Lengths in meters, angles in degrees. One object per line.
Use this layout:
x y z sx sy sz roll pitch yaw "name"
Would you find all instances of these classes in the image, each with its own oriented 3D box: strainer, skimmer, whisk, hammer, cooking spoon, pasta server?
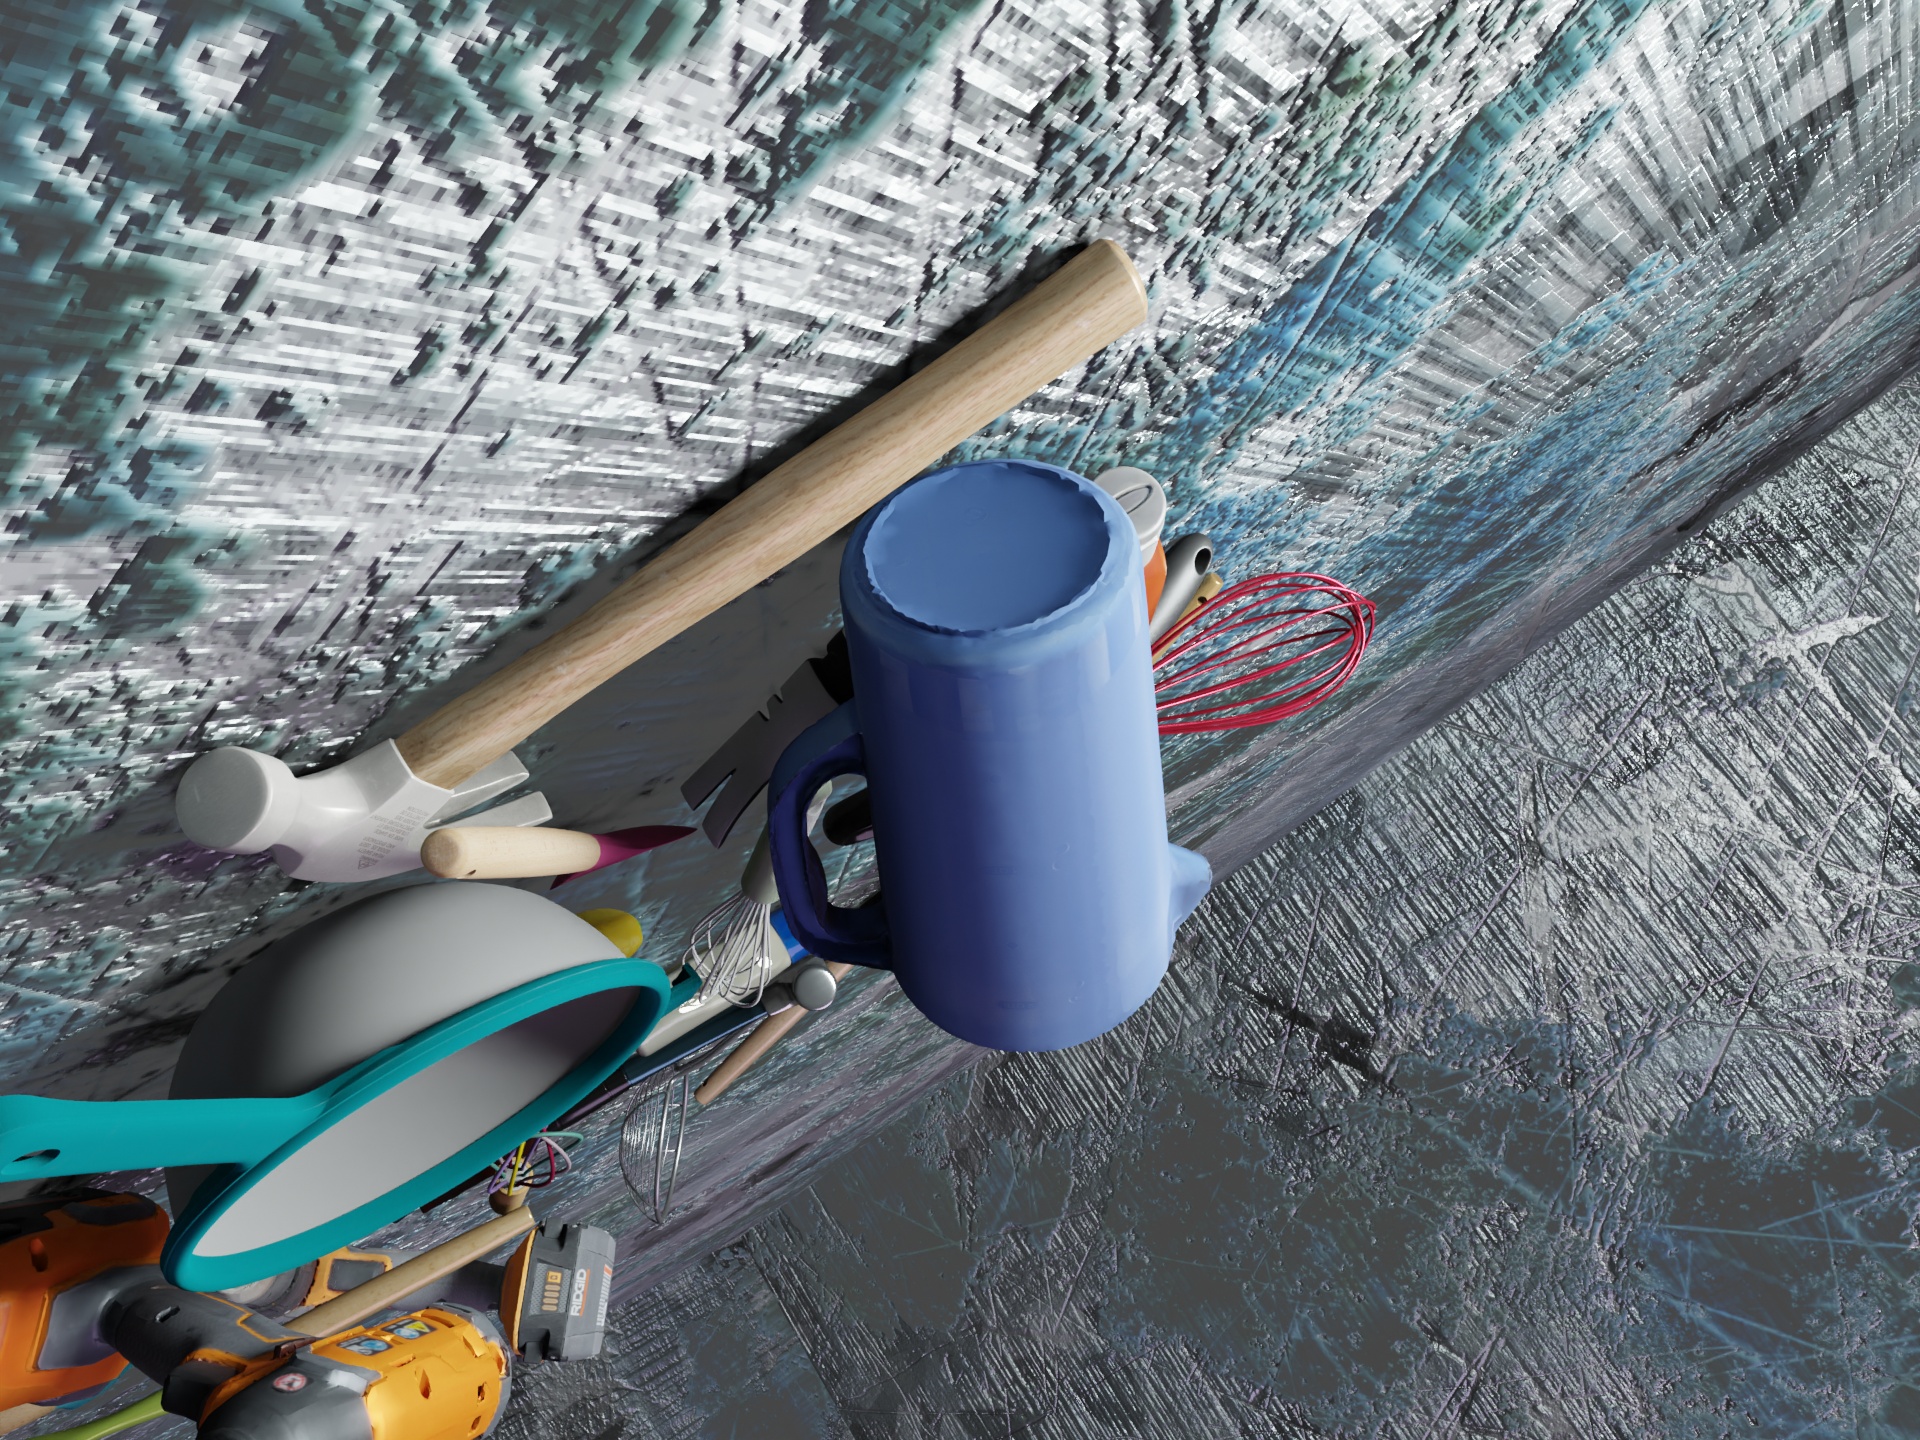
-0.242 0.115 0.577 0.211 0.095 0.340 -37 164 2 "strainer"
-0.141 0.252 1.235 0.363 0.090 0.127 -41 -163 17 "skimmer"
-0.247 0.249 0.892 0.051 0.047 0.245 -13 161 -23 "whisk"
0.070 -0.002 0.782 0.296 0.073 0.073 -22 164 -6 "whisk"
-0.237 0.244 1.069 0.331 0.033 0.128 -27 -178 -10 "hammer"
-0.150 0.050 0.607 0.069 0.017 0.319 -22 177 -3 "cooking spoon"
-0.074 0.172 1.145 0.316 0.040 0.060 -44 -156 8 "pasta server"
-0.001 -0.003 0.833 0.127 0.034 0.336 -42 163 26 "hammer"
-0.112 0.097 0.891 0.058 0.059 0.246 -38 166 -38 "whisk"
-0.081 -0.049 0.520 0.331 0.031 0.130 -34 165 1 "hammer"
0.064 -0.002 0.833 0.239 0.055 0.055 -54 168 -10 "whisk"

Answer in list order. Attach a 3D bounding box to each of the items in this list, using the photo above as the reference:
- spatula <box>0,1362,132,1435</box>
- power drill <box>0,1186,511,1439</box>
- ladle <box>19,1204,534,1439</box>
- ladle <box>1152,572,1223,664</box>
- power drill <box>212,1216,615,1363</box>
-0.470 0.330 0.784 0.082 0.044 0.317 -27 171 -12 "spatula"
-0.317 0.257 0.634 0.164 0.226 0.084 29 72 -74 "power drill"
-0.371 0.348 0.832 0.320 0.062 0.078 -23 179 -25 "ladle"
0.061 0.018 1.020 0.315 0.069 0.031 -48 -160 29 "ladle"
-0.327 0.334 0.950 0.226 0.084 0.185 7 158 -7 "power drill"
